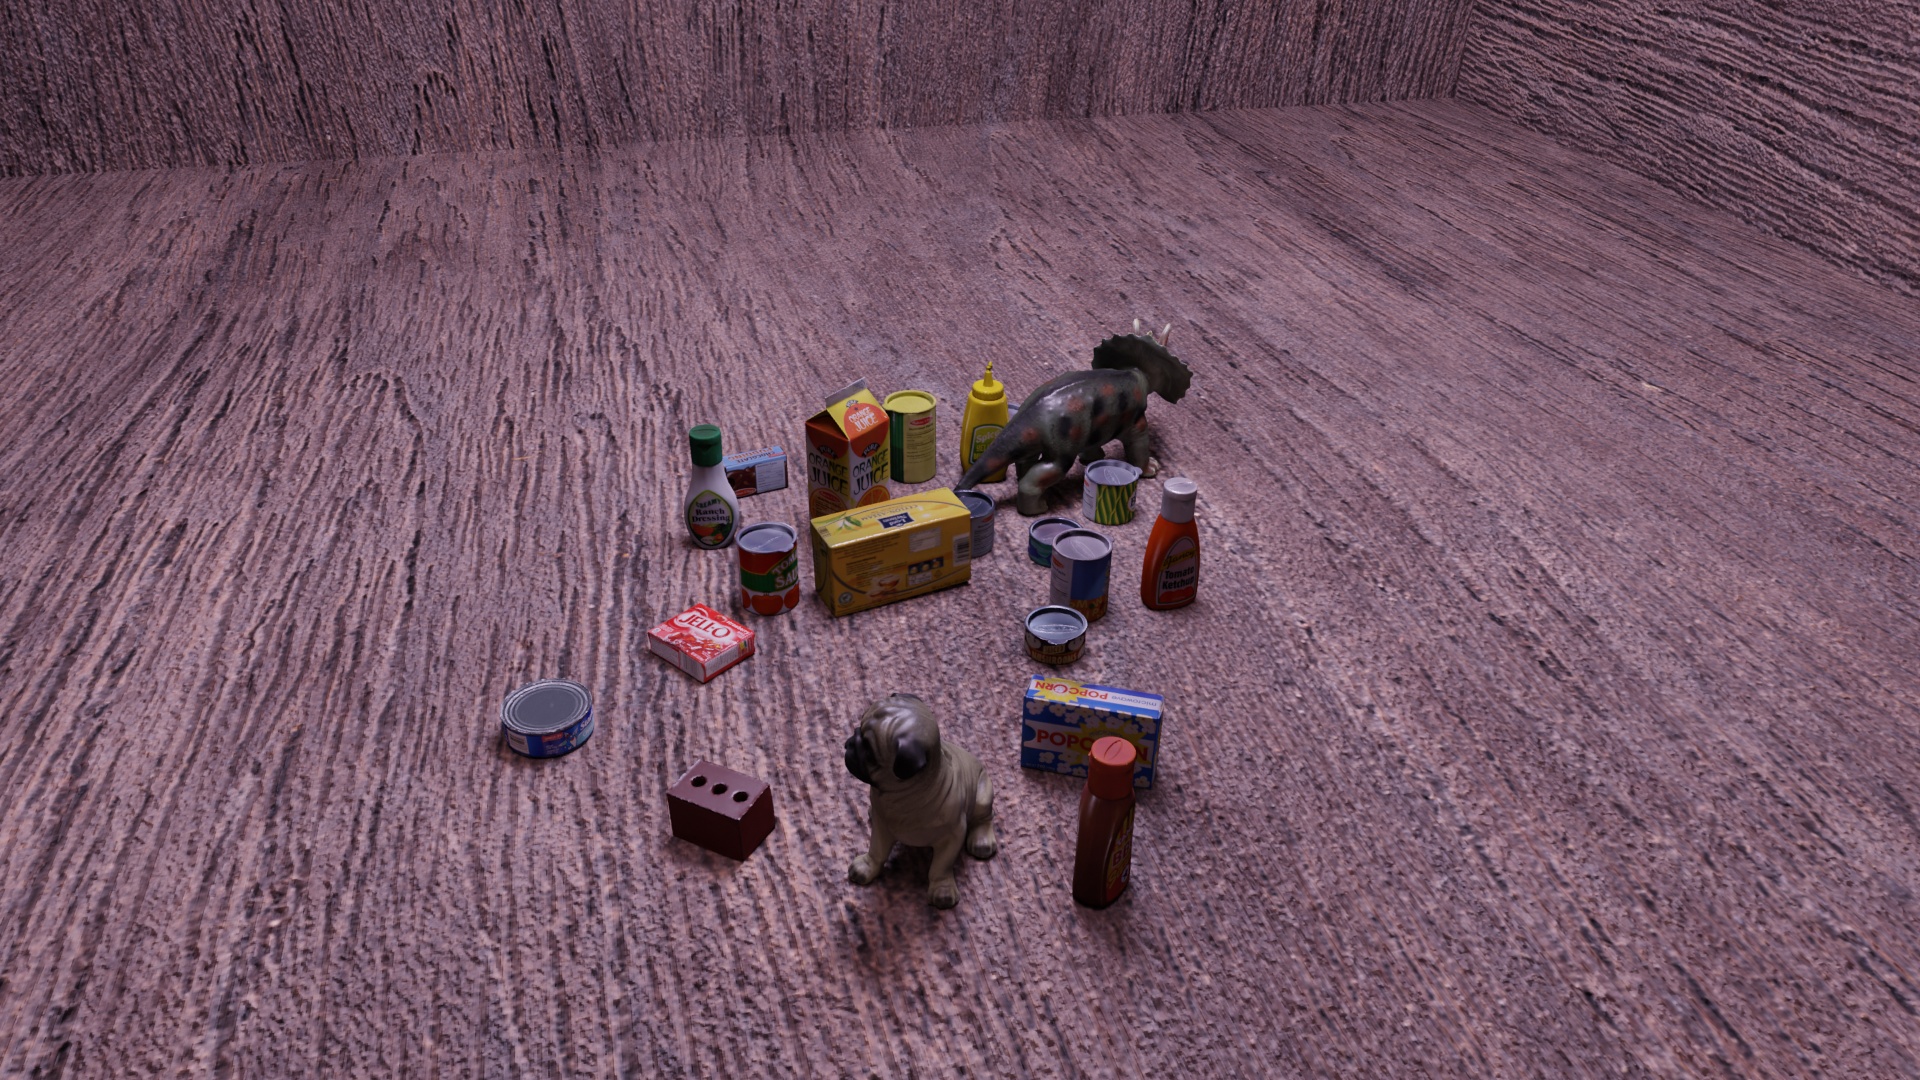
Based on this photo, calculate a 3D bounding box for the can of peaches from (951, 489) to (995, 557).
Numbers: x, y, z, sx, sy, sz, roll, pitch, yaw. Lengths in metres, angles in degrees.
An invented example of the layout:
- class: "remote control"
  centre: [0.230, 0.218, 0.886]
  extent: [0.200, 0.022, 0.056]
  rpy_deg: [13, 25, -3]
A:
- class: "can of peaches"
  centre: [0.006, -0.021, 1.645]
  extent: [0.071, 0.057, 0.071]
  rpy_deg: [1, 31, 0]

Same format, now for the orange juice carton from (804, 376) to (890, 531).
- class: "orange juice carton"
  centre: [-0.132, -0.094, 1.633]
  extent: [0.073, 0.191, 0.072]
  rpy_deg: [23, 37, 32]

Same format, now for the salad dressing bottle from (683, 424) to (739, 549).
- class: "salad dressing bottle"
  centre: [-0.293, -0.063, 1.620]
  extent: [0.064, 0.146, 0.044]
  rpy_deg: [-2, 31, -5]

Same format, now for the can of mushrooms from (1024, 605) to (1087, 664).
- class: "can of mushrooms"
  centre: [0.100, 0.101, 1.471]
  extent: [0.071, 0.033, 0.071]
  rpy_deg: [1, 31, 0]

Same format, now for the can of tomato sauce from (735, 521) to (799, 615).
- class: "can of tomato sauce"
  centre: [-0.210, 0.031, 1.529]
  extent: [0.071, 0.082, 0.071]
  rpy_deg: [1, 31, 0]

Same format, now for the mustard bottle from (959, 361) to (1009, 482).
- class: "mustard bottle"
  centre: [0.032, -0.152, 1.764]
  extent: [0.065, 0.159, 0.049]
  rpy_deg: [-3, 31, -7]

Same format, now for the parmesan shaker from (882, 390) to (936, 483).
- class: "parmesan shaker"
  centre: [-0.067, -0.132, 1.784]
  extent: [0.071, 0.102, 0.071]
  rpy_deg: [1, 31, 0]

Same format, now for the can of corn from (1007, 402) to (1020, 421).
- class: "can of corn"
  centre: [0.059, -0.143, 1.847]
  extent: [0.071, 0.058, 0.071]
  rpy_deg: [1, 31, 0]

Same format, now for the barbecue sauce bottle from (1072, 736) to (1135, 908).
- class: "barbecue sauce bottle"
  centre: [0.121, 0.230, 1.149]
  extent: [0.044, 0.147, 0.065]
  rpy_deg: [17, 35, 25]

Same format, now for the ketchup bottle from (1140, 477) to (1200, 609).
- class: "ketchup bottle"
  centre: [0.234, 0.003, 1.526]
  extent: [0.065, 0.148, 0.044]
  rpy_deg: [-11, 33, -19]

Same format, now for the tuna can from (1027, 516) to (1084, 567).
- class: "tuna can"
  centre: [0.114, 0.003, 1.633]
  extent: [0.071, 0.032, 0.071]
  rpy_deg: [1, 31, 0]

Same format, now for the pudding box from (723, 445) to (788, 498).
- class: "pudding box"
  centre: [-0.261, -0.086, 1.752]
  extent: [0.084, 0.049, 0.030]
  rpy_deg: [-14, 34, -23]

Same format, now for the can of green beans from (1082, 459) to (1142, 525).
- class: "can of green beans"
  centre: [0.185, -0.059, 1.714]
  extent: [0.071, 0.057, 0.071]
  rpy_deg: [1, 31, 0]

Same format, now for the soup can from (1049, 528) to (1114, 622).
- class: "soup can"
  centre: [0.134, 0.038, 1.528]
  extent: [0.071, 0.083, 0.072]
  rpy_deg: [1, 31, 0]

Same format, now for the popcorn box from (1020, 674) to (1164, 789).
- class: "popcorn box"
  centre: [0.123, 0.178, 1.296]
  extent: [0.127, 0.084, 0.038]
  rpy_deg: [8, 32, 12]
